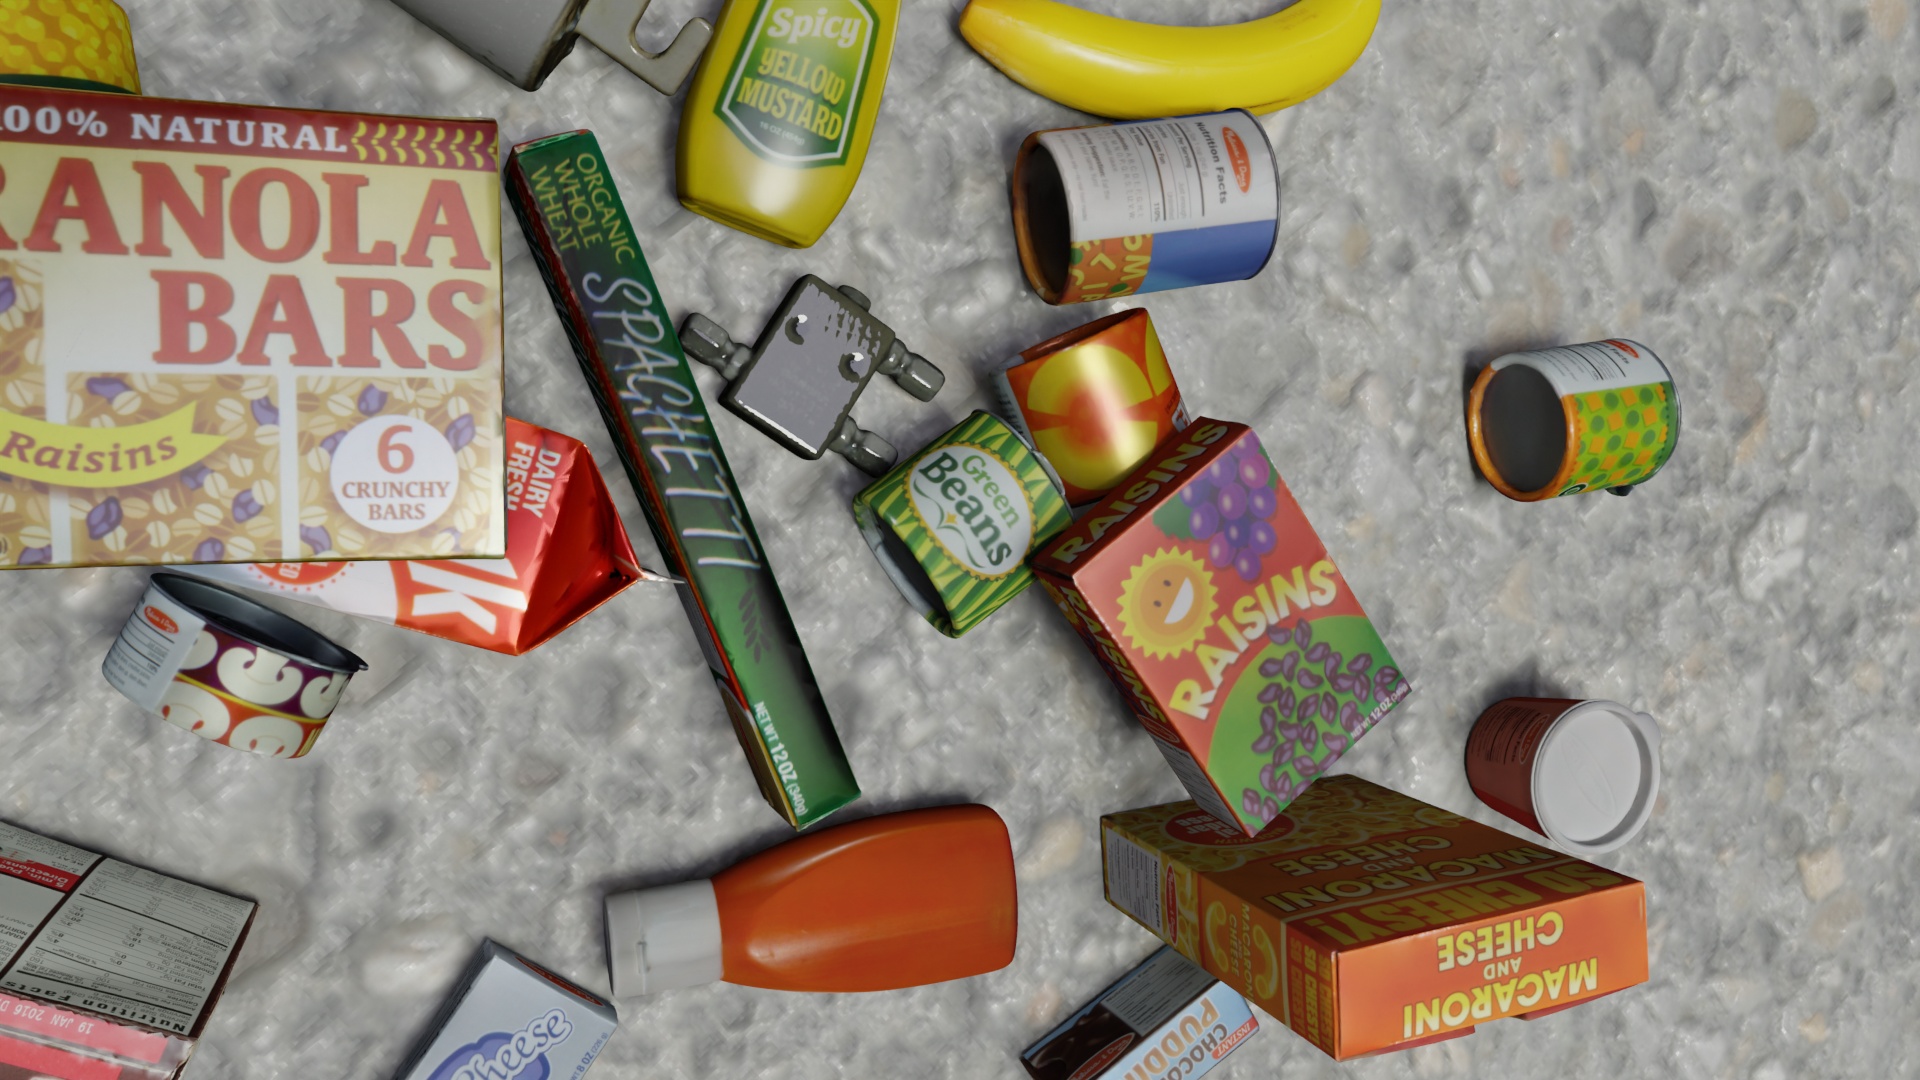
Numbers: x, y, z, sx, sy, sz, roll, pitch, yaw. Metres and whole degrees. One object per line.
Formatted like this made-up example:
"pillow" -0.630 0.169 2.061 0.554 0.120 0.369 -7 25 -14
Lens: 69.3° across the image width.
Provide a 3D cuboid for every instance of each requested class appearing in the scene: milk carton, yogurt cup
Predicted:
"milk carton" -0.186 -0.014 0.444 0.191 0.072 0.073 18 86 -20
"yogurt cup" 0.265 0.101 0.619 0.072 0.054 0.072 -1 93 -19

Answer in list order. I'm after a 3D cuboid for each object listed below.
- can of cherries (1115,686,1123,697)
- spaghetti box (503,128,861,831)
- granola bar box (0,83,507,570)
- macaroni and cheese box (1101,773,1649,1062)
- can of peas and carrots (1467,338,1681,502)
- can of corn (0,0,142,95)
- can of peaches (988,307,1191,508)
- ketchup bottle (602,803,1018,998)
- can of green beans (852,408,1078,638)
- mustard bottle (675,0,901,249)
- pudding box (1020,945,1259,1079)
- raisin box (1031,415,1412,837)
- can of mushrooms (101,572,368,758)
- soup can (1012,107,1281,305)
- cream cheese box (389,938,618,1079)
"can of cherries" 0.099 0.047 0.556 0.071 0.058 0.071 -1 93 -21
"spaghetti box" -0.097 -0.018 0.487 0.029 0.050 0.249 -24 100 -19
"granola bar box" -0.210 -0.055 0.375 0.166 0.039 0.124 -1 91 -20
"macaroni and cheese box" 0.144 0.132 0.518 0.124 0.166 0.040 -6 96 -19
"can of peas and carrots" 0.266 -0.050 0.608 0.059 0.071 0.071 -9 96 -18
"can of corn" -0.276 -0.128 0.410 0.071 0.071 0.058 -10 95 -19
"can of peaches" 0.053 -0.052 0.530 0.071 0.071 0.058 -27 100 -16
"ketchup bottle" -0.054 0.138 0.513 0.149 0.043 0.064 -4 93 -19
"can of green beans" 0.002 -0.006 0.515 0.058 0.071 0.071 -36 103 -14
"mustard bottle" -0.052 -0.187 0.490 0.065 0.049 0.160 17 94 -19
"pudding box" 0.071 0.202 0.557 0.084 0.049 0.030 -32 101 -16
"raisin box" 0.094 0.030 0.497 0.086 0.040 0.123 -39 109 -11
"can of mushrooms" -0.226 0.040 0.437 0.071 0.071 0.033 29 83 -18
"soup can" 0.069 -0.126 0.534 0.084 0.071 0.071 -11 96 -15
"cream cheese box" -0.172 0.197 0.484 0.053 0.024 0.104 37 80 -16
